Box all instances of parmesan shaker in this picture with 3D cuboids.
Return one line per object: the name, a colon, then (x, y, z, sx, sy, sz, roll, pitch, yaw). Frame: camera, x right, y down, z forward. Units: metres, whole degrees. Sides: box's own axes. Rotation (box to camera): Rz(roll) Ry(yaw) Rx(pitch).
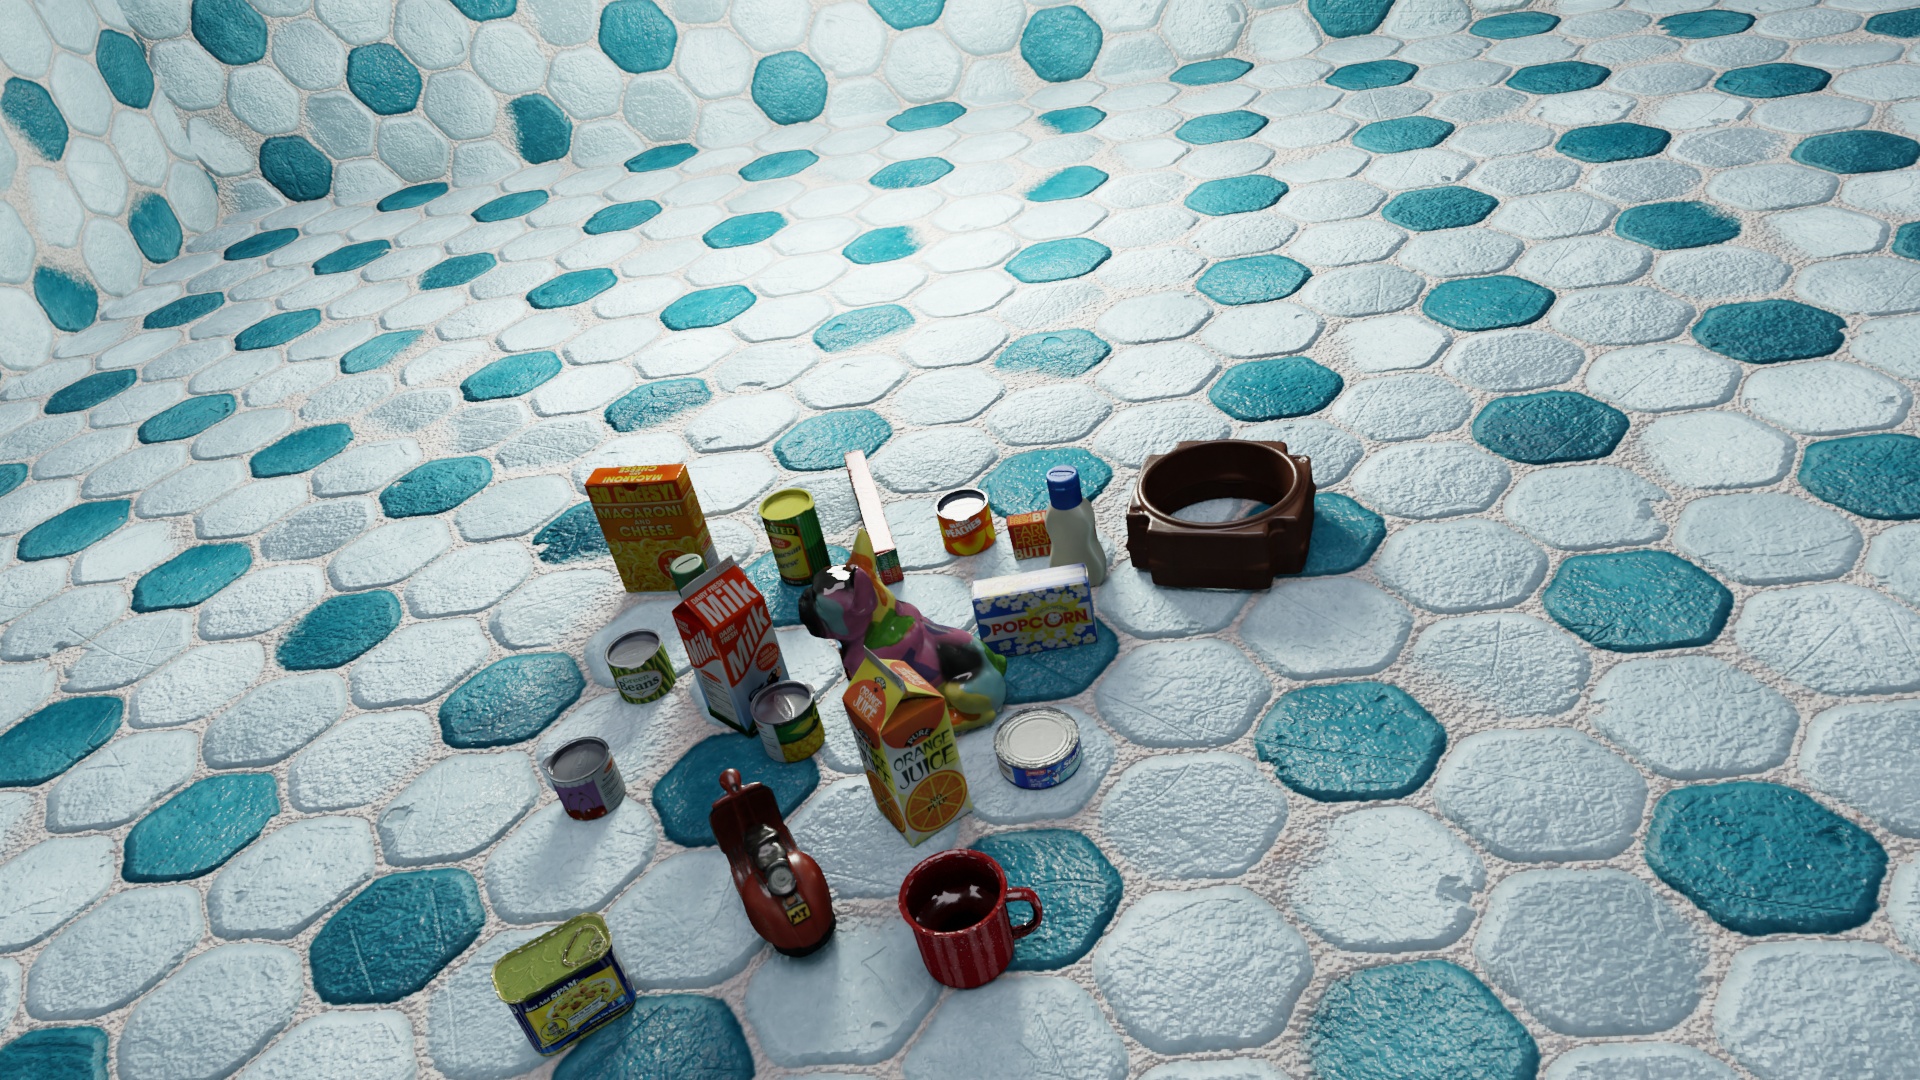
parmesan shaker: (-0.198, -0.003, 1.689, 0.071, 0.102, 0.072, -9, 35, 6)

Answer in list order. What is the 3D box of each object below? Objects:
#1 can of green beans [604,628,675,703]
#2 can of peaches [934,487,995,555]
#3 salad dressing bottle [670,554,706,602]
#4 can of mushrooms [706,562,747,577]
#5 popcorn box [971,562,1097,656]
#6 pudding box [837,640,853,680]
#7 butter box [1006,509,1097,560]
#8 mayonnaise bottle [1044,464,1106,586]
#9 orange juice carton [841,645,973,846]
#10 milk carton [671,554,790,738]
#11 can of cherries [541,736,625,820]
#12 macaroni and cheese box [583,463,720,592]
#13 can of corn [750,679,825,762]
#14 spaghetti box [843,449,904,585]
can of green beans: (-0.362, 0.143, 1.574, 0.071, 0.057, 0.071, -9, 35, 6)
can of peaches: (0.006, -0.021, 1.689, 0.071, 0.057, 0.071, -9, 35, 6)
salad dressing bottle: (-0.287, 0.084, 1.556, 0.064, 0.147, 0.044, -30, 38, -23)
can of mushrooms: (-0.287, 0.060, 1.689, 0.071, 0.033, 0.071, -8, 35, 6)
popcorn box: (0.081, 0.077, 1.503, 0.127, 0.084, 0.038, -10, 35, 4)
pudding box: (-0.117, 0.110, 1.550, 0.030, 0.049, 0.084, -11, 35, 3)
butter box: (0.109, -0.010, 1.646, 0.103, 0.053, 0.024, -9, 35, 6)
mayonnaise bottle: (0.125, -0.015, 1.565, 0.065, 0.147, 0.041, 0, 36, 17)
orange juice carton: (-0.052, 0.186, 1.298, 0.073, 0.191, 0.072, -28, 37, -21)
milk carton: (-0.243, 0.108, 1.469, 0.073, 0.189, 0.073, 21, 47, 39)
can of cherries: (-0.389, 0.246, 1.437, 0.071, 0.058, 0.072, -9, 35, 6)
macaroni and cheese box: (-0.374, -0.013, 1.703, 0.124, 0.165, 0.040, -2, 36, 15)
can of corn: (-0.177, 0.188, 1.451, 0.071, 0.058, 0.071, -9, 35, 6)
spaghetti box: (-0.111, -0.033, 1.750, 0.029, 0.050, 0.251, -16, 35, -5)
